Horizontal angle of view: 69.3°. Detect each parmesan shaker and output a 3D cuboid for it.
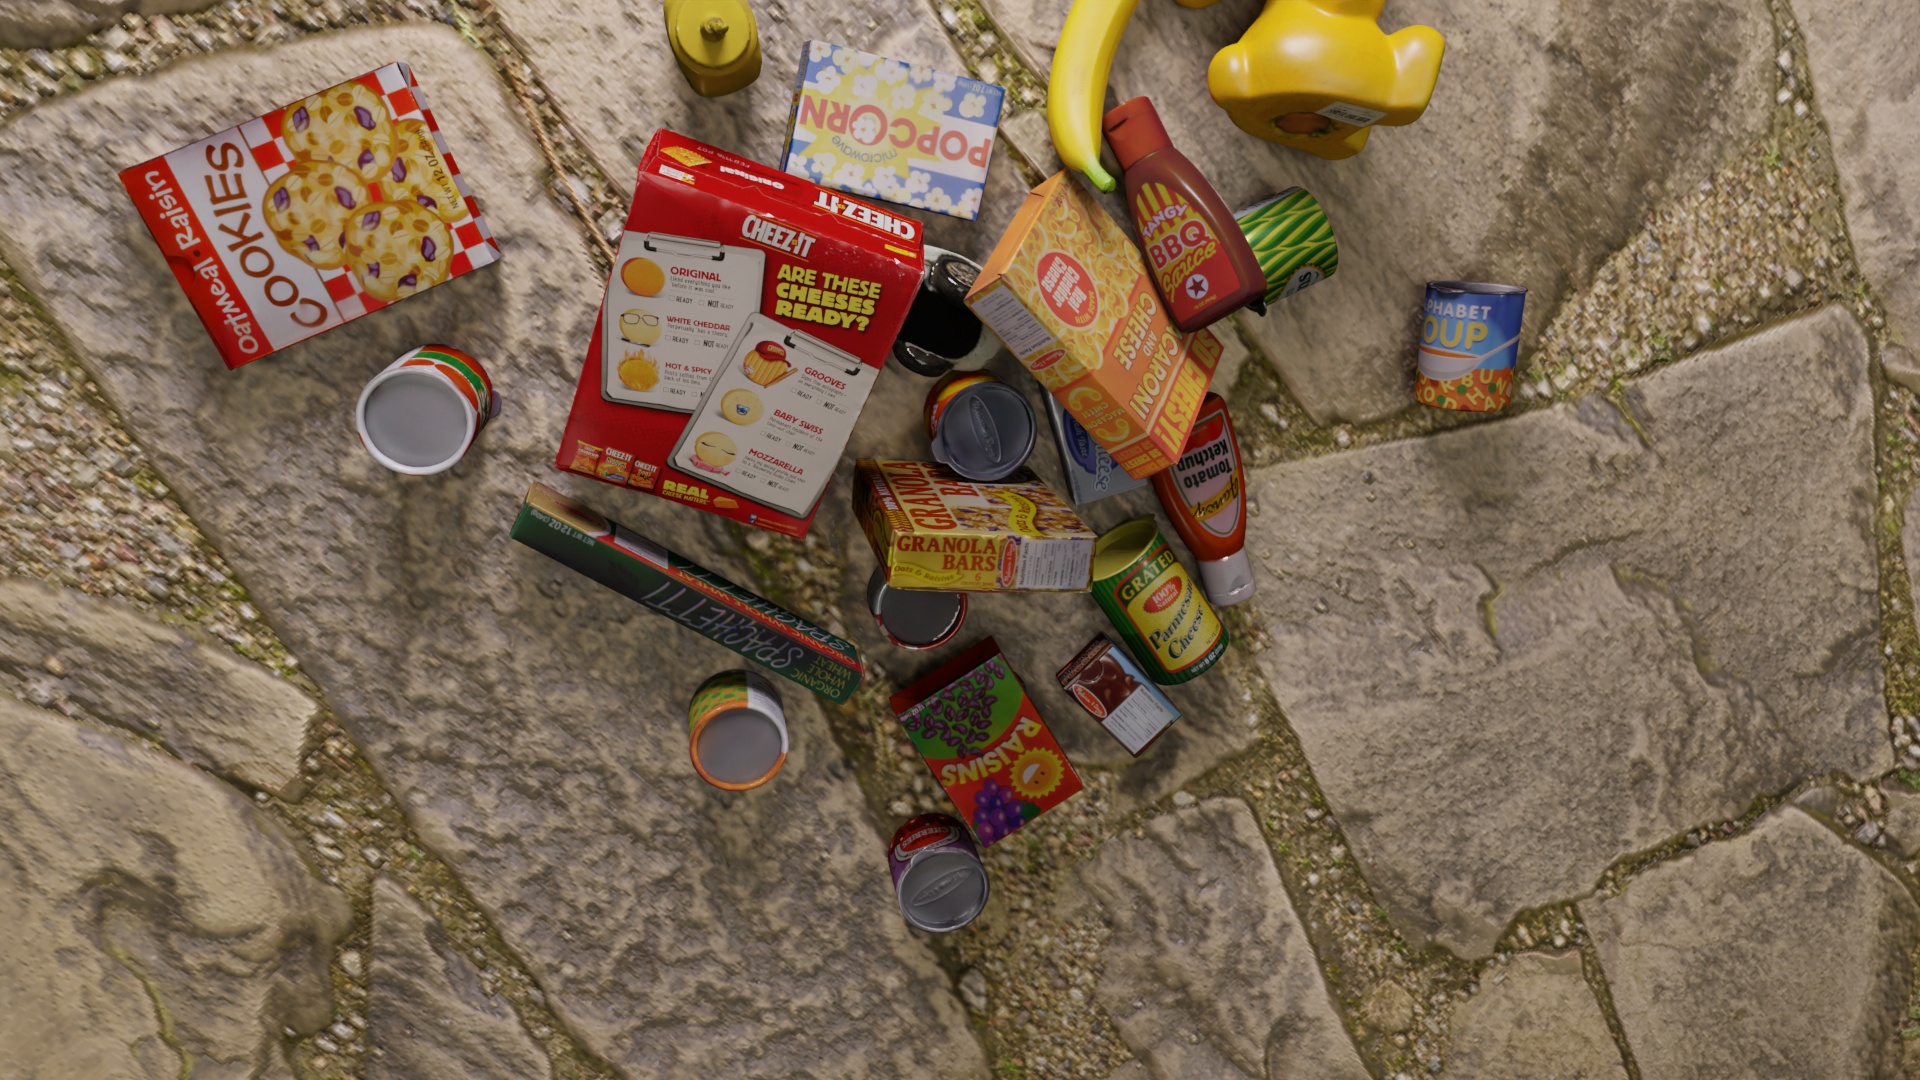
[{"bbox_3d":[0.138,0.042,0.979,0.071,0.071,0.103,-37,110,0],"label":"parmesan shaker"}]

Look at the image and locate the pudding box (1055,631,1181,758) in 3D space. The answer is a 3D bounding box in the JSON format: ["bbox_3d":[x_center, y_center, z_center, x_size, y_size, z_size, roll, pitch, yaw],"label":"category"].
[{"bbox_3d":[0.116,0.113,1.013,0.049,0.030,0.083,-44,109,4],"label":"pudding box"}]

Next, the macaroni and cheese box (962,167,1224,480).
[{"bbox_3d":[0.090,-0.138,0.893,0.166,0.040,0.124,44,49,-20],"label":"macaroni and cheese box"}]

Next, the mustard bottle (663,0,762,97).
[{"bbox_3d":[-0.139,-0.284,0.776,0.049,0.160,0.065,-21,108,-4],"label":"mustard bottle"}]

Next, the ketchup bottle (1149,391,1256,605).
[{"bbox_3d":[0.172,-0.027,0.977,0.065,0.043,0.148,-24,110,-11],"label":"ketchup bottle"}]

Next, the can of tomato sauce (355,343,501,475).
[{"bbox_3d":[-0.319,-0.079,0.837,0.071,0.083,0.071,-3,107,-10],"label":"can of tomato sauce"}]

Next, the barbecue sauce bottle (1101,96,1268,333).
[{"bbox_3d":[0.138,-0.212,0.894,0.064,0.044,0.148,-28,87,39],"label":"barbecue sauce bottle"}]

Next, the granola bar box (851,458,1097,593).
[{"bbox_3d":[0.003,-0.011,0.881,0.124,0.166,0.039,2,107,-13],"label":"granola bar box"}]

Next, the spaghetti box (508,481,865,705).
[{"bbox_3d":[-0.176,0.037,0.919,0.250,0.050,0.028,30,100,-18],"label":"spaghetti box"}]

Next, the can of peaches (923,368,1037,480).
[{"bbox_3d":[0.010,-0.078,0.921,0.071,0.058,0.071,-3,107,-11],"label":"can of peaches"}]

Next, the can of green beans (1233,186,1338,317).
[{"bbox_3d":[0.209,-0.194,0.925,0.058,0.071,0.071,-25,110,-4],"label":"can of green beans"}]

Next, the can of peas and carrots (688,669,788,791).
[{"bbox_3d":[-0.154,0.131,0.946,0.071,0.059,0.070,-3,106,-11],"label":"can of peas and carrots"}]

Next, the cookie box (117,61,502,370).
[{"bbox_3d":[-0.377,-0.190,0.816,0.167,0.040,0.122,-24,109,-4],"label":"cookie box"}]

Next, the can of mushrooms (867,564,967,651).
[{"bbox_3d":[-0.028,0.042,0.960,0.071,0.033,0.070,-3,106,-11],"label":"can of mushrooms"}]

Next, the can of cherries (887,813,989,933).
[{"bbox_3d":[-0.017,0.238,1.006,0.071,0.058,0.071,-3,107,-10],"label":"can of cherries"}]

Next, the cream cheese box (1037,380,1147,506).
[{"bbox_3d":[0.090,-0.079,0.954,0.053,0.024,0.103,-19,109,-6],"label":"cream cheese box"}]

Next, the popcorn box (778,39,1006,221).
[{"bbox_3d":[-0.043,-0.255,0.868,0.127,0.038,0.085,10,104,-14],"label":"popcorn box"}]

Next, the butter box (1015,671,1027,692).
[{"bbox_3d":[0.032,0.152,1.009,0.053,0.024,0.103,-18,109,-6],"label":"butter box"}]

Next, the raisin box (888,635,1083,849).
[{"bbox_3d":[0.018,0.141,0.969,0.086,0.040,0.123,-32,108,-2],"label":"raisin box"}]

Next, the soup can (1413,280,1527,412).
[{"bbox_3d":[0.353,-0.136,0.970,0.071,0.071,0.083,-1,107,-11],"label":"soup can"}]
